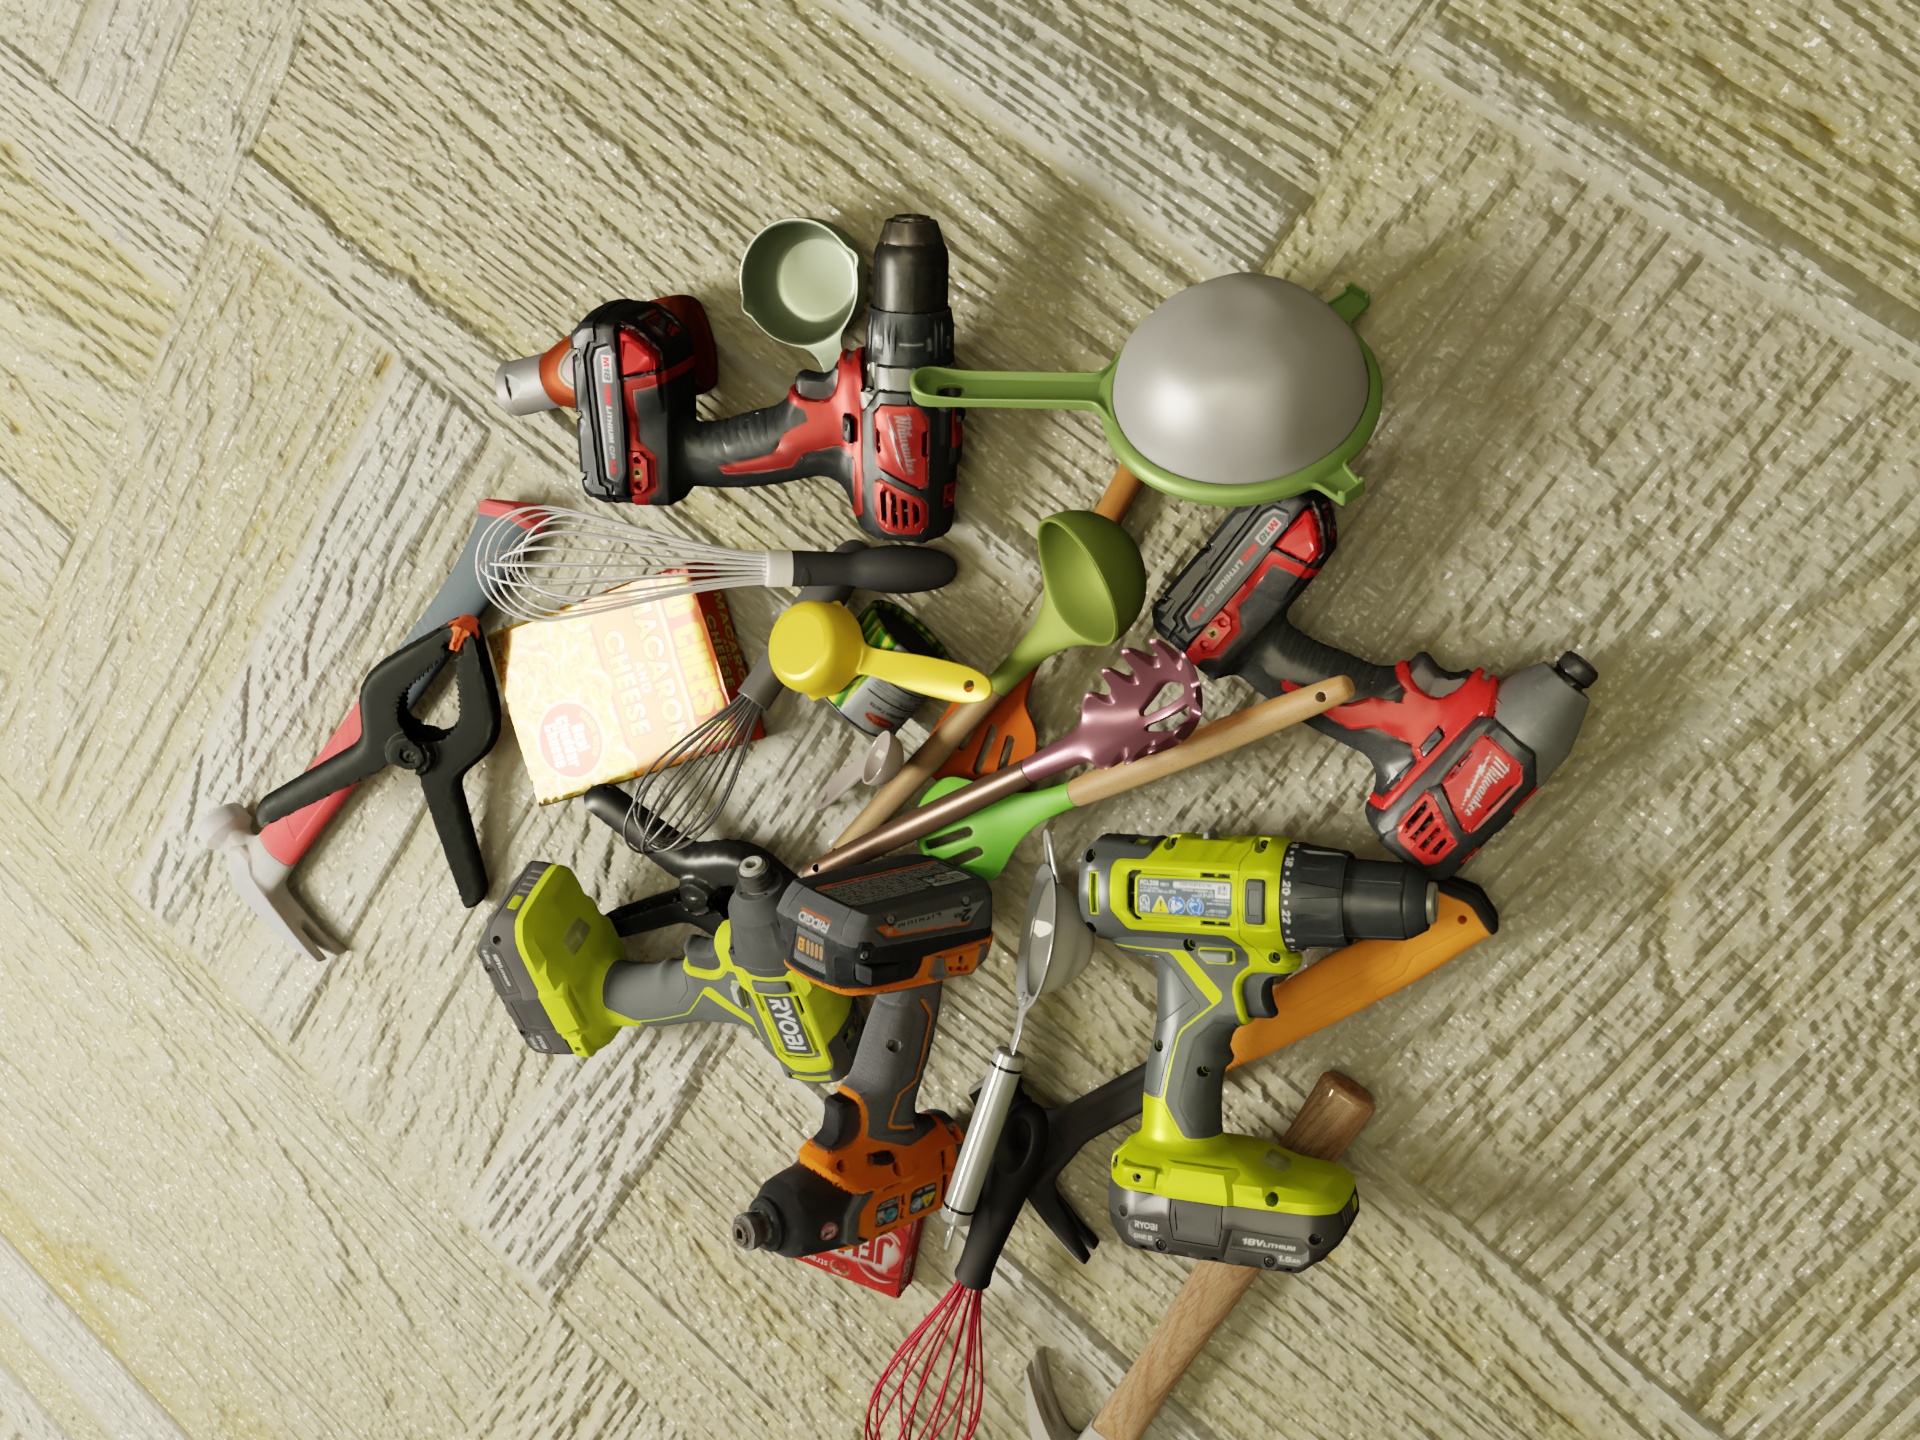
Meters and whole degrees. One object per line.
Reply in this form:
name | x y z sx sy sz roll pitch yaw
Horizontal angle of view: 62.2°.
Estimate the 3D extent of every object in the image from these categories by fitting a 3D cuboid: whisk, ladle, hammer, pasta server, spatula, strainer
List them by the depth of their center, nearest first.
strainer | 0.094 -0.193 0.845 0.256 0.069 0.152 3 59 12
pasta server | 0.015 0.038 0.921 0.316 0.040 0.060 -27 65 34
strainer | 0.032 0.192 0.933 0.050 0.087 0.258 17 95 -9
ladle | -0.001 -0.003 0.934 0.320 0.062 0.078 -47 67 34
hammer | 0.166 0.195 0.937 0.337 0.034 0.127 -35 83 21
spatula | 0.071 -0.087 0.948 0.081 0.041 0.322 32 103 16
whisk | -0.141 -0.090 0.948 0.284 0.070 0.070 0 98 -14
hammer | 0.147 0.349 0.965 0.130 0.031 0.331 33 106 14
whisk | -0.130 -0.015 0.987 0.055 0.055 0.239 33 84 14
whisk | 0.001 0.363 0.994 0.073 0.073 0.295 23 109 17
hammer | -0.401 0.002 1.132 0.143 0.038 0.386 46 110 9

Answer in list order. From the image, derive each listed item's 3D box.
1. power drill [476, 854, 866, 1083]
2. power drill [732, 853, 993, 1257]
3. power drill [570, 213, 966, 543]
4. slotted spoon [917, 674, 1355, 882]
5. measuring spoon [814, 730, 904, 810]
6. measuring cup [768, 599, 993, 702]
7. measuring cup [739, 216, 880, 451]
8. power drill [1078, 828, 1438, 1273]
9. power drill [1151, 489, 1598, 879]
power drill | -0.183 0.152 1.013 0.223 0.080 0.171 -1 128 19
power drill | -0.060 0.204 0.936 0.084 0.164 0.226 18 109 43
power drill | -0.108 -0.205 0.941 0.227 0.080 0.187 6 115 9
slotted spoon | 0.084 0.032 0.907 0.314 0.031 0.070 -24 87 37
measuring spoon | -0.063 0.038 0.985 0.018 0.124 0.034 23 64 -18
measuring cup | -0.050 -0.034 0.917 0.157 0.029 0.062 15 90 36
measuring cup | -0.075 -0.230 0.985 0.083 0.038 0.167 -19 106 21
power drill | 0.163 0.175 0.876 0.190 0.080 0.228 1 93 25
power drill | 0.226 -0.032 0.866 0.220 0.078 0.143 42 110 8
